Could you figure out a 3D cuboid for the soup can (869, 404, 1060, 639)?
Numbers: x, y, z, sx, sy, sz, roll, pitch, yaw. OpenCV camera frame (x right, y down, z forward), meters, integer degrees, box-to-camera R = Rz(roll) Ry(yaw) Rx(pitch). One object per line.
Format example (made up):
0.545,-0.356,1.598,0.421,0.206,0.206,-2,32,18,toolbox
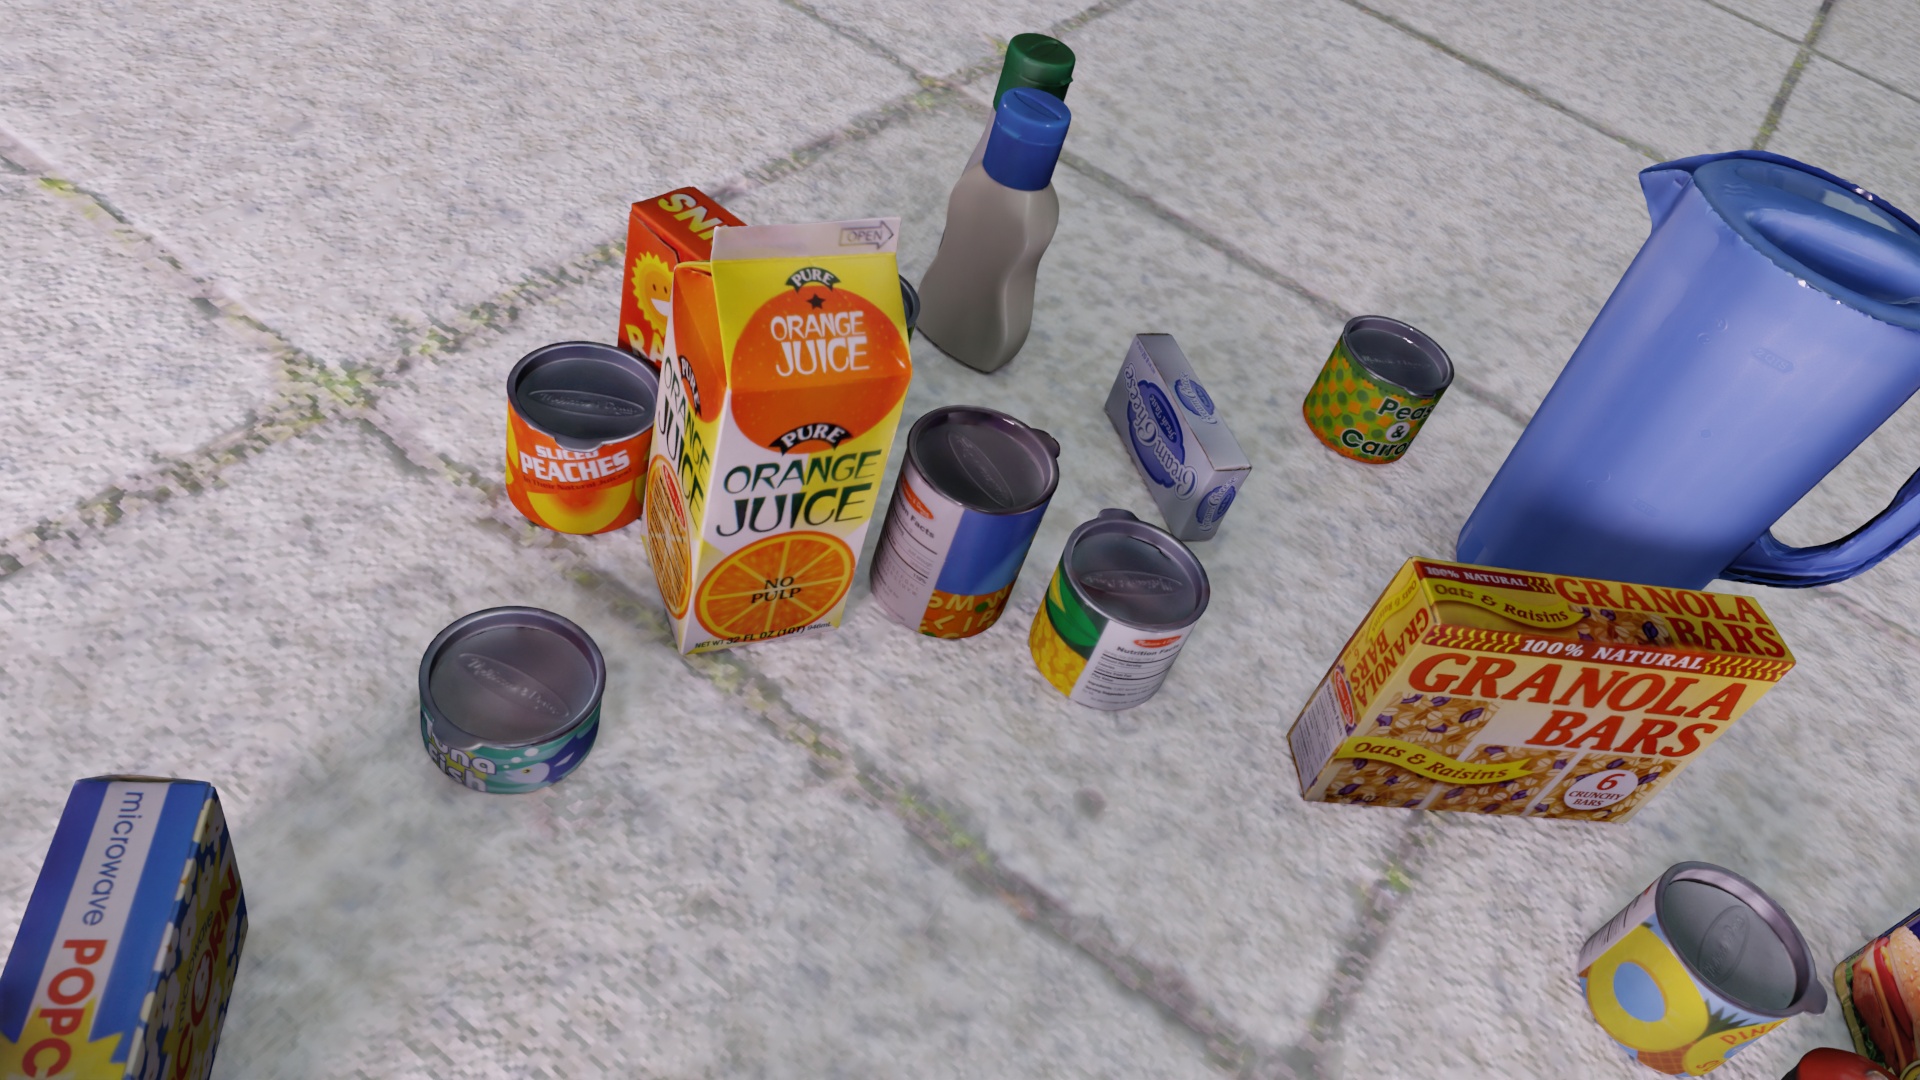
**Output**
0.002,-0.008,0.613,0.071,0.083,0.072,10,44,-10,soup can

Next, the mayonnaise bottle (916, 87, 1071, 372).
0.020,-0.161,0.724,0.065,0.147,0.041,37,46,17,mayonnaise bottle

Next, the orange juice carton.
-0.075,-0.045,0.544,0.072,0.191,0.073,-8,50,-26,orange juice carton

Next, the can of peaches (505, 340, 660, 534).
-0.165,-0.043,0.607,0.071,0.057,0.071,10,44,-10,can of peaches

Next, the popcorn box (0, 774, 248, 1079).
-0.234,0.140,0.382,0.038,0.084,0.127,5,46,-15,popcorn box

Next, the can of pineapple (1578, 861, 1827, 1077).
0.294,0.174,0.556,0.071,0.057,0.071,10,44,-10,can of pineapple

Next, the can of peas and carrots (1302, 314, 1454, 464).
0.237,-0.084,0.790,0.071,0.058,0.071,10,44,-10,can of peas and carrots

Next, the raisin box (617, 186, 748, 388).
-0.111,-0.081,0.617,0.086,0.122,0.040,39,47,19,raisin box

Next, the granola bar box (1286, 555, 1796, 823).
0.242,0.068,0.594,0.166,0.123,0.039,7,45,-14,granola bar box

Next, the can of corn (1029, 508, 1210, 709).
0.069,0.031,0.617,0.071,0.058,0.071,10,44,-10,can of corn

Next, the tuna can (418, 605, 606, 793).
-0.169,0.061,0.520,0.071,0.032,0.071,10,44,-10,tuna can

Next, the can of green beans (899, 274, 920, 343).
-0.059,-0.102,0.703,0.071,0.057,0.071,10,44,-10,can of green beans

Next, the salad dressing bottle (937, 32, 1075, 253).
0.026,-0.205,0.771,0.044,0.146,0.064,36,46,16,salad dressing bottle

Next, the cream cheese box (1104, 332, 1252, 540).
0.111,-0.054,0.719,0.024,0.053,0.104,-3,48,-23,cream cheese box
